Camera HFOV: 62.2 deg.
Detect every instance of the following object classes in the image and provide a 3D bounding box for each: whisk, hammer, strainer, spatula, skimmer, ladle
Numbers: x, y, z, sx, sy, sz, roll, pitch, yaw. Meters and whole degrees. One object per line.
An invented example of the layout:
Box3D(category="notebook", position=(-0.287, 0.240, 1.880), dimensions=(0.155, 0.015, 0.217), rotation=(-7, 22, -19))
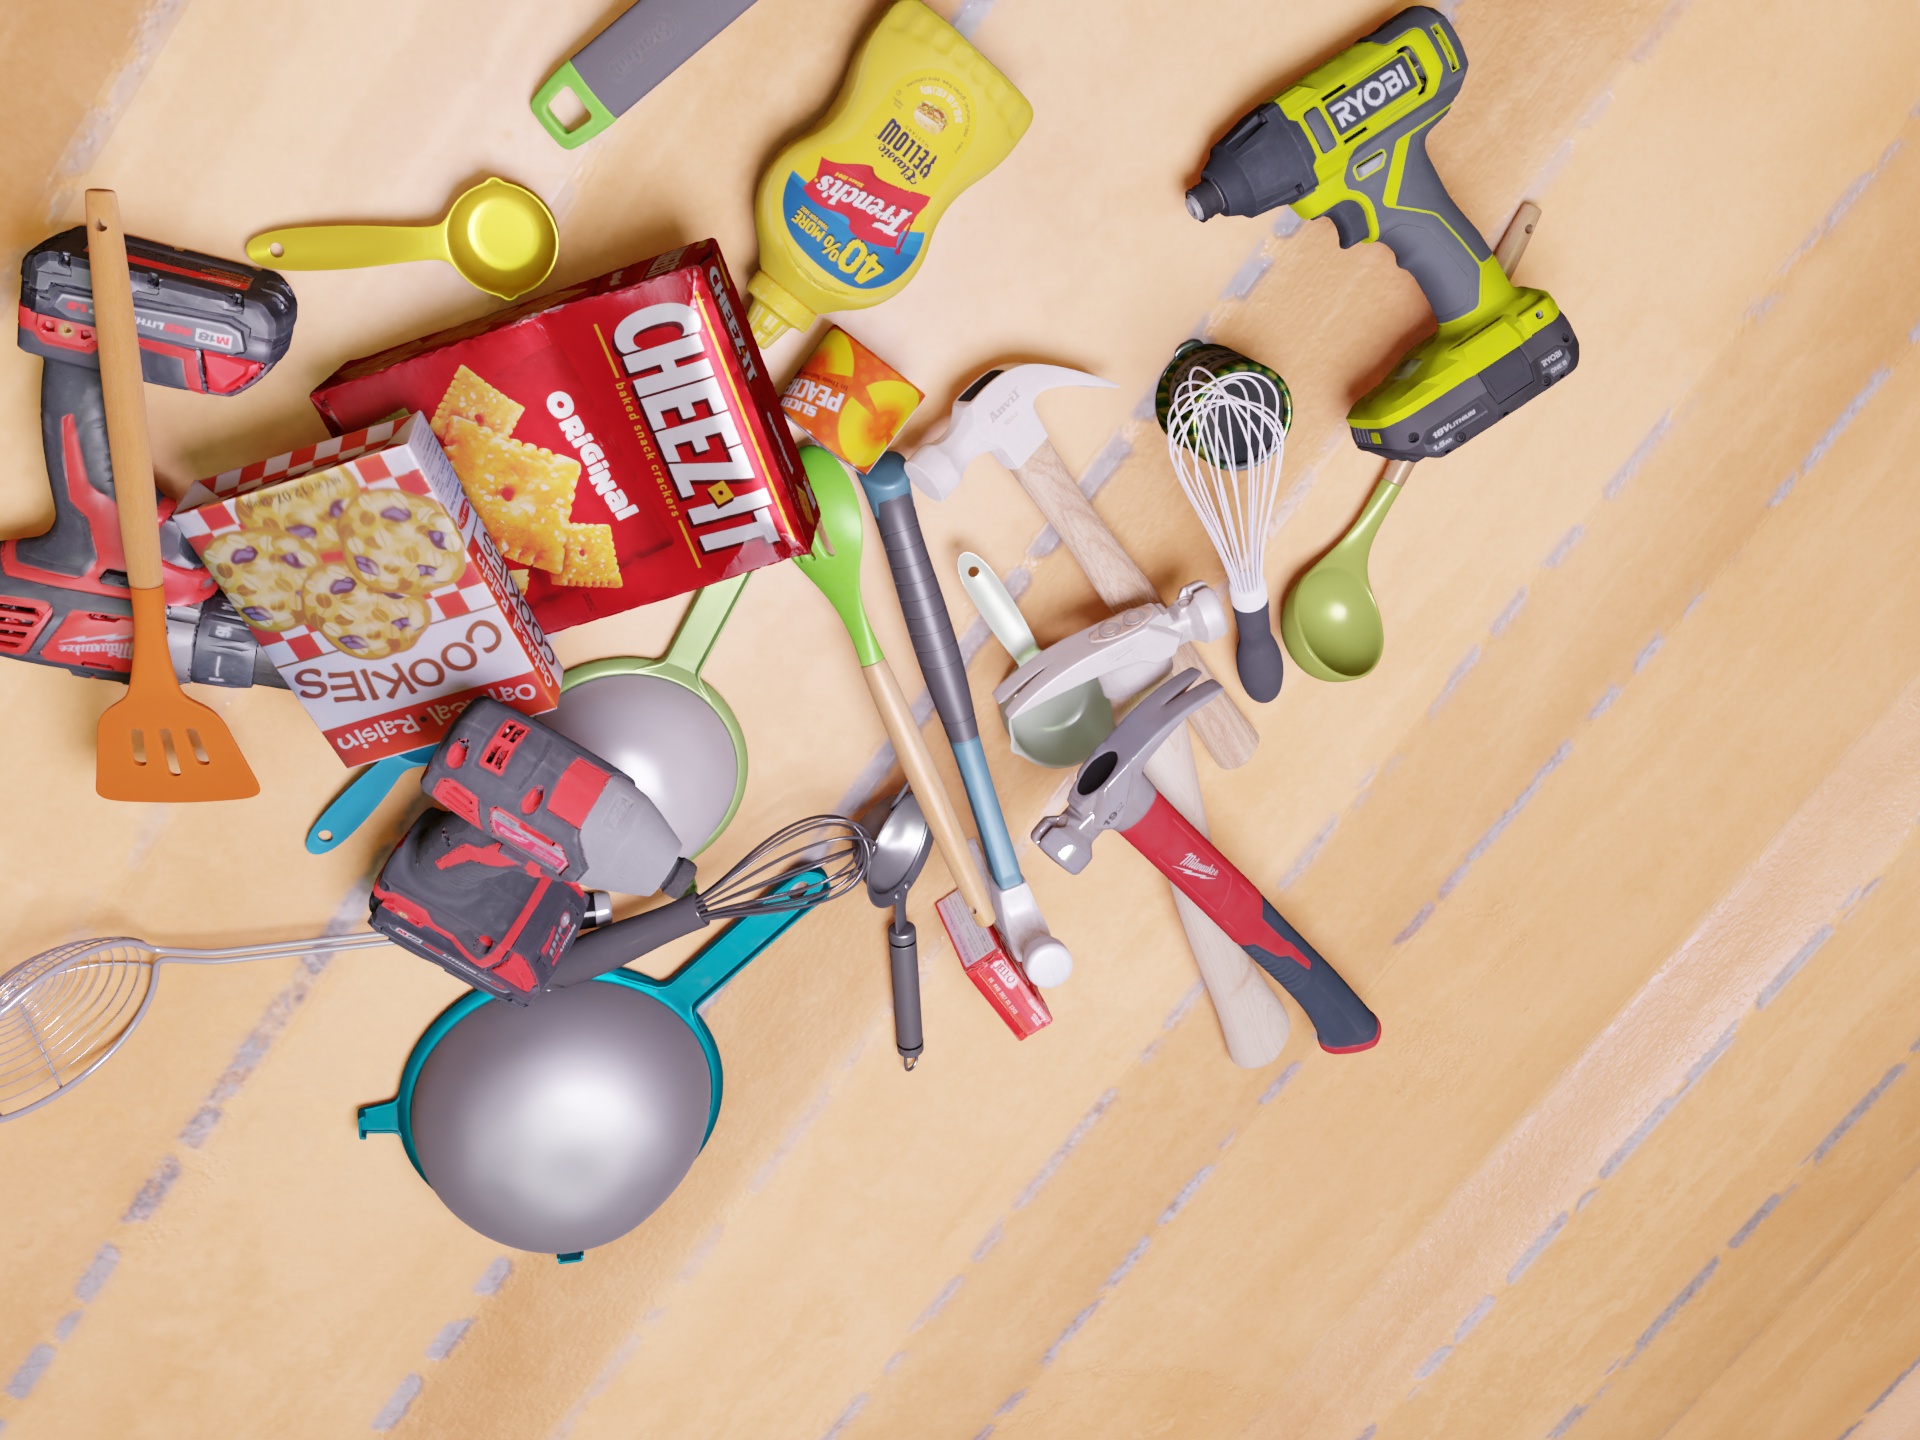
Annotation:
Box3D(category="whisk", position=(-0.161, 0.116, 0.975), dimensions=(0.239, 0.055, 0.055), rotation=(-23, 118, 7))
Box3D(category="hammer", position=(0.199, 0.118, 1.053), dimensions=(0.143, 0.038, 0.385), rotation=(-48, 130, -1))
Box3D(category="strainer", position=(-0.173, -0.001, 0.939), dimensions=(0.151, 0.069, 0.256), rotation=(23, 106, -24))
Box3D(category="hammer", position=(0.147, 0.101, 1.070), dimensions=(0.146, 0.038, 0.410), rotation=(-26, 126, -5))
Box3D(category="whisk", position=(0.171, -0.098, 0.958), dimensions=(0.070, 0.070, 0.284), rotation=(-27, 140, -4))
Box3D(category="hammer", position=(0.102, -0.086, 0.993), dimensions=(0.130, 0.031, 0.331), rotation=(-48, 123, -12))
Box3D(category="strainer", position=(-0.042, 0.136, 1.057), dimensions=(0.087, 0.050, 0.258), rotation=(-41, 137, -47))
Box3D(category="hammer", position=(-0.002, -0.003, 0.976), dimensions=(0.033, 0.128, 0.330), rotation=(-20, 108, -8))
Box3D(category="strainer", position=(-0.206, 0.226, 1.017), dimensions=(0.340, 0.095, 0.210), rotation=(-42, 118, 6))
Box3D(category="spatula", position=(-0.400, -0.093, 0.779), dimensions=(0.081, 0.041, 0.322), rotation=(-1, 115, -15))
Box3D(category="skimmer", position=(-0.387, 0.161, 0.937), dimensions=(0.363, 0.090, 0.127), rotation=(-6, 148, -17))
Box3D(category="ladle", position=(0.294, -0.173, 1.012), dimensions=(0.078, 0.062, 0.320), rotation=(18, 104, -27))

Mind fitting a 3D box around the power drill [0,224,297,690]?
Box3D(category="power drill", position=(-0.396, -0.118, 0.819), dimensions=(0.187, 0.080, 0.226), rotation=(11, 113, -21))

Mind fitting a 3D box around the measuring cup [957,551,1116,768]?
Box3D(category="measuring cup", position=(0.039, -0.044, 1.003), dimensions=(0.083, 0.038, 0.167), rotation=(-34, 116, 0))

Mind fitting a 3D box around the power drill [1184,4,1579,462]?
Box3D(category="power drill", position=(0.246, -0.270, 0.927), dimensions=(0.171, 0.080, 0.223), rotation=(-33, 104, -1))

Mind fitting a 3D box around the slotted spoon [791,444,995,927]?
Box3D(category="slotted spoon", position=(-0.041, -0.012, 0.948), dimensions=(0.031, 0.070, 0.313), rotation=(-38, 112, -42))

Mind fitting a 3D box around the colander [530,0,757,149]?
Box3D(category="colander", position=(-0.053, -0.421, 0.788), dimensions=(0.397, 0.095, 0.204), rotation=(-31, 115, 19))

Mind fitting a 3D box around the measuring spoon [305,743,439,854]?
Box3D(category="measuring spoon", position=(-0.344, 0.032, 0.937), dimensions=(0.128, 0.021, 0.042), rotation=(-43, 119, 15))

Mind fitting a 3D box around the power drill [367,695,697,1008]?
Box3D(category="power drill", position=(-0.235, 0.078, 0.866), dimensions=(0.143, 0.079, 0.219), rotation=(33, 144, -13))

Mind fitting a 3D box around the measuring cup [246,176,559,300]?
Box3D(category="measuring cup", position=(-0.286, -0.249, 0.825), dimensions=(0.156, 0.029, 0.062), rotation=(-4, 115, -5))
